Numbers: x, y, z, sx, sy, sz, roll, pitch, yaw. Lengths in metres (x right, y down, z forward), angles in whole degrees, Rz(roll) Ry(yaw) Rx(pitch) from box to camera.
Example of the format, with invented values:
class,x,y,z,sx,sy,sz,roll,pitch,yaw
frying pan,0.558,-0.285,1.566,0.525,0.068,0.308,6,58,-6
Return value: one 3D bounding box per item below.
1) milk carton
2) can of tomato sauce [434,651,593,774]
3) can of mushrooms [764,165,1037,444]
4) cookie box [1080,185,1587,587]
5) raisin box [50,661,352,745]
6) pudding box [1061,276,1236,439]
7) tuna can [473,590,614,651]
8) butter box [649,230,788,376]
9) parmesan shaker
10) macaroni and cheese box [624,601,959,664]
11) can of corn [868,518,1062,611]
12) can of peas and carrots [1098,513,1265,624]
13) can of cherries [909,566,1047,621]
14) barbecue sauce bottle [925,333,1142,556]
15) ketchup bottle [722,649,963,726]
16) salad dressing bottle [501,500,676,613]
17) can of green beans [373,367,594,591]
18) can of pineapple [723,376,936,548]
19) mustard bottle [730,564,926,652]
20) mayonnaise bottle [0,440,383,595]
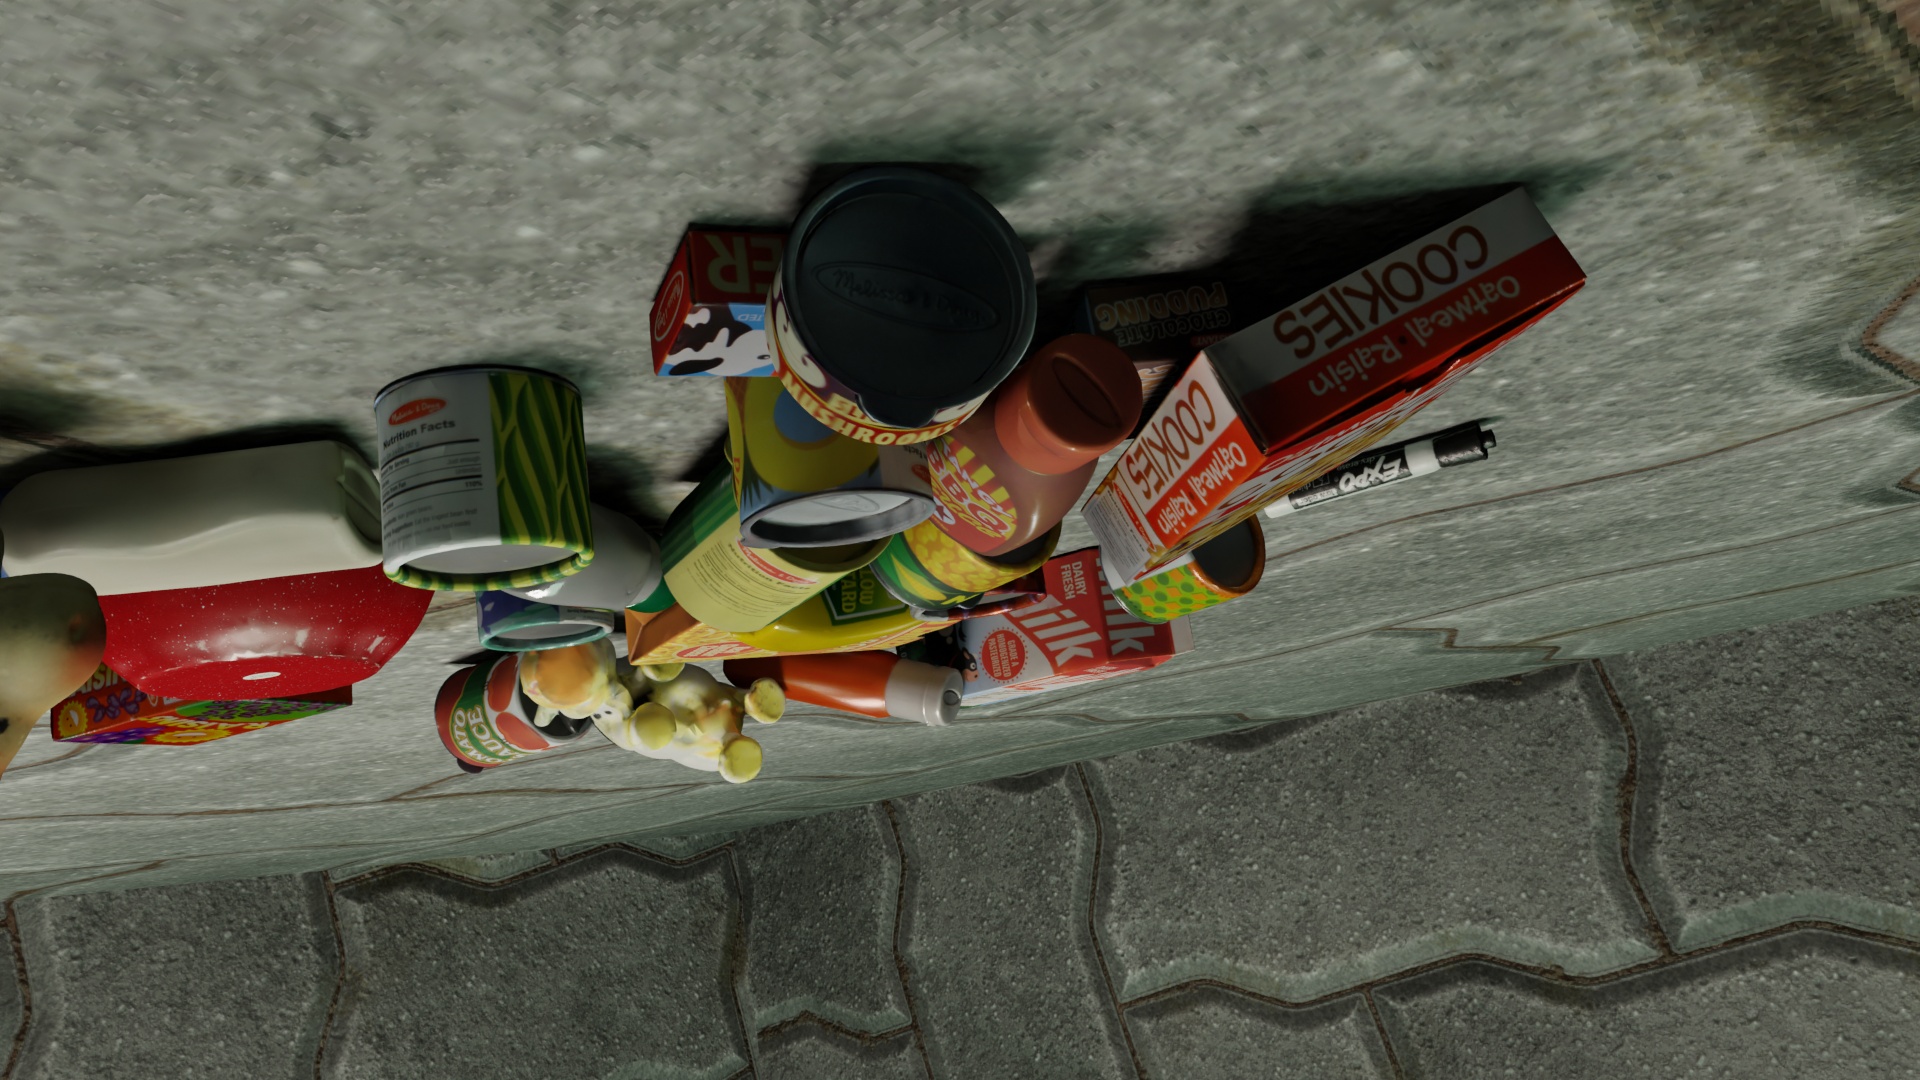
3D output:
class,x,y,z,sx,sy,sz,roll,pitch,yaw
milk carton,0.056,0.056,0.883,0.190,0.072,0.073,-16,166,30
can of tomato sauce,-0.276,0.104,0.867,0.083,0.071,0.071,-19,163,34
can of mushrooms,-0.017,-0.058,0.361,0.071,0.071,0.033,-4,167,-18
cookie box,0.119,-0.045,0.484,0.123,0.040,0.167,-28,171,-14
raisin box,-0.408,0.080,0.750,0.123,0.040,0.086,-15,166,18
pudding box,0.059,-0.061,0.486,0.050,0.030,0.083,-6,166,-11
tuna can,-0.211,0.033,0.696,0.071,0.033,0.071,-9,166,-2
butter box,-0.035,-0.068,0.409,0.104,0.024,0.053,-3,166,-24
parmesan shaker,-0.076,-0.008,0.548,0.071,0.071,0.102,-1,165,-28
macaroni and cheese box,-0.086,0.036,0.775,0.167,0.040,0.123,0,165,-33
can of corn,0.002,-0.007,0.586,0.071,0.071,0.058,1,162,-37
can of peas and carrots,0.117,0.005,0.722,0.071,0.071,0.058,2,162,-39
can of cherries,0.007,0.004,0.660,0.071,0.058,0.071,-8,167,-2
barbecue sauce bottle,0.019,-0.033,0.473,0.044,0.065,0.148,-43,-176,-16
ketchup bottle,-0.073,0.087,0.879,0.149,0.043,0.064,9,172,23
salad dressing bottle,-0.154,0.008,0.589,0.064,0.044,0.147,23,176,9
can of green beans,-0.157,-0.018,0.460,0.071,0.058,0.071,-9,167,-2
can of pineapple,-0.047,-0.033,0.471,0.071,0.058,0.071,-8,166,-2
mustard bottle,-0.046,0.019,0.689,0.048,0.065,0.160,-14,173,40
mayonnaise bottle,-0.281,-0.005,0.476,0.148,0.041,0.064,-6,165,-8
